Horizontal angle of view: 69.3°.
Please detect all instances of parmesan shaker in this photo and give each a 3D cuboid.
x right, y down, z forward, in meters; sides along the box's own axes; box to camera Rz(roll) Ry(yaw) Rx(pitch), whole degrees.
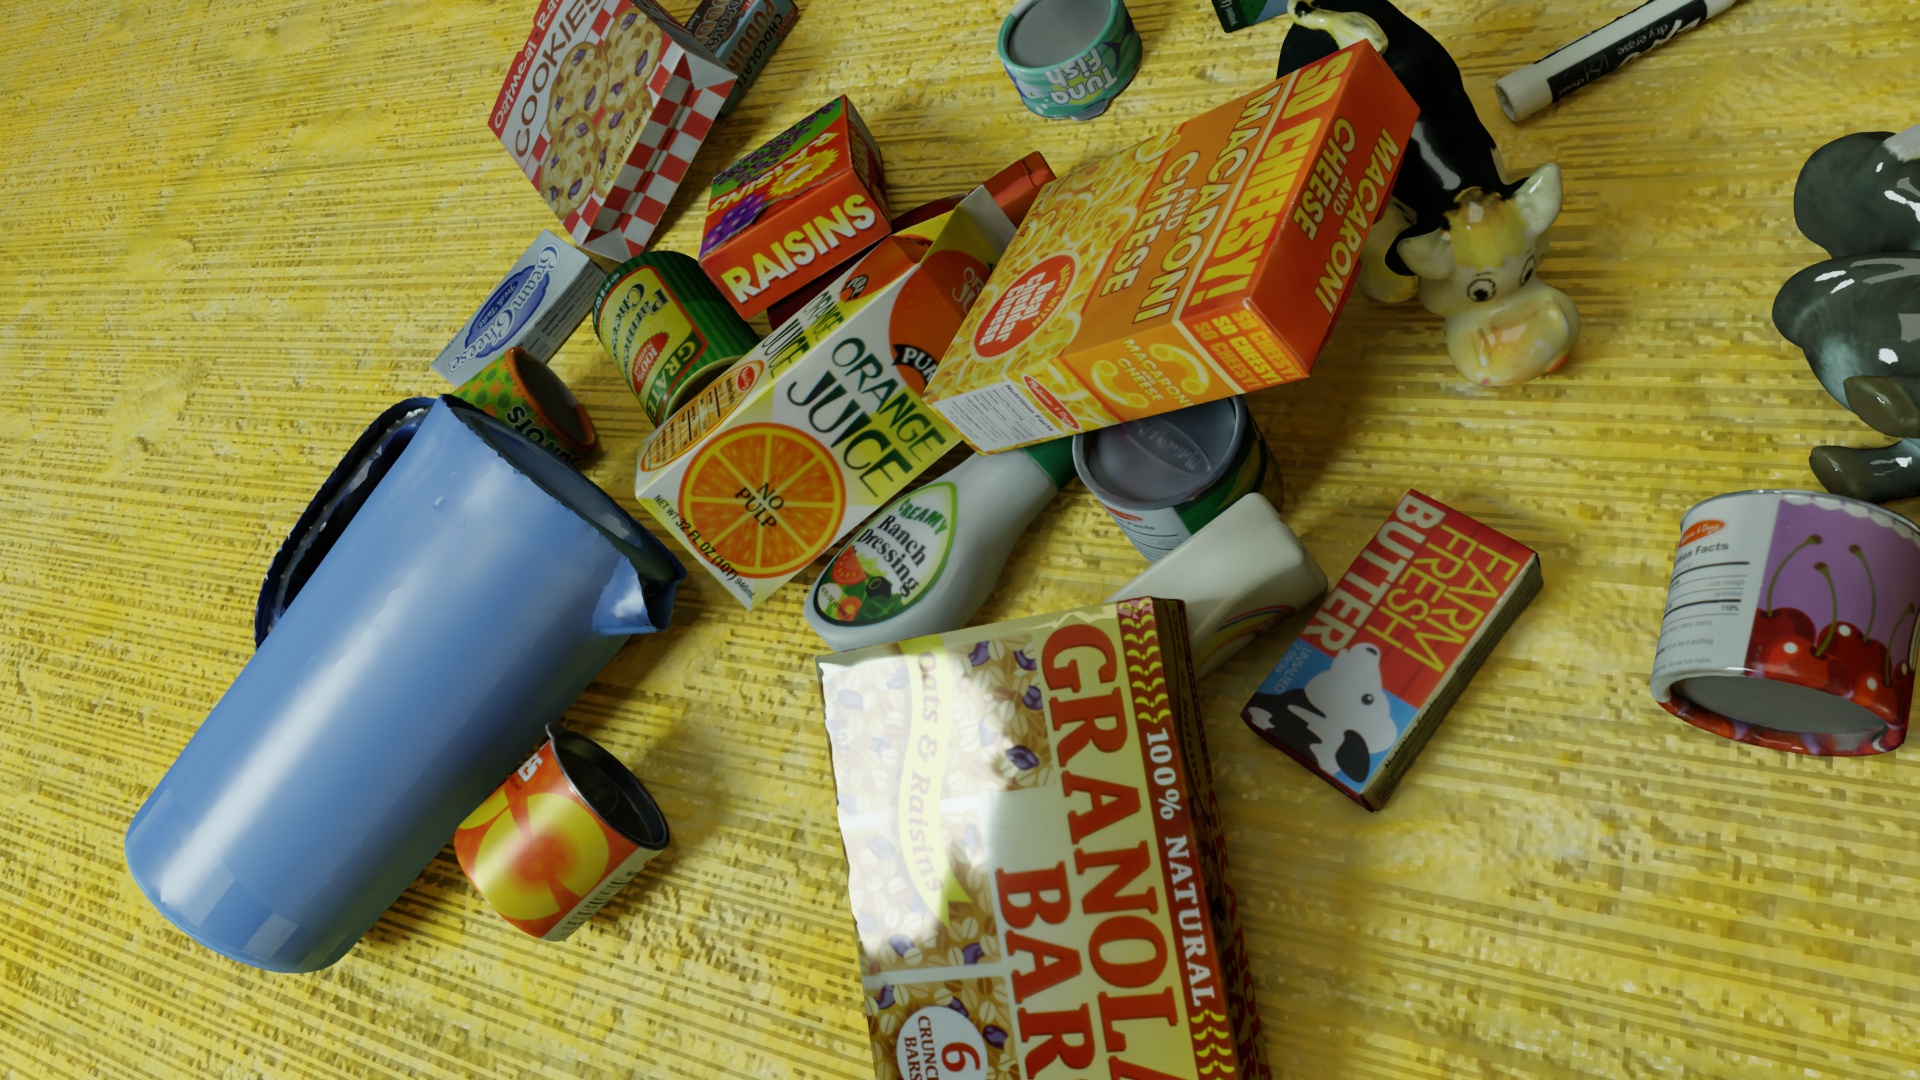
[{"bbox_3d":[-0.133,-0.086,0.676,0.071,0.071,0.103,-41,52,2],"label":"parmesan shaker"}]

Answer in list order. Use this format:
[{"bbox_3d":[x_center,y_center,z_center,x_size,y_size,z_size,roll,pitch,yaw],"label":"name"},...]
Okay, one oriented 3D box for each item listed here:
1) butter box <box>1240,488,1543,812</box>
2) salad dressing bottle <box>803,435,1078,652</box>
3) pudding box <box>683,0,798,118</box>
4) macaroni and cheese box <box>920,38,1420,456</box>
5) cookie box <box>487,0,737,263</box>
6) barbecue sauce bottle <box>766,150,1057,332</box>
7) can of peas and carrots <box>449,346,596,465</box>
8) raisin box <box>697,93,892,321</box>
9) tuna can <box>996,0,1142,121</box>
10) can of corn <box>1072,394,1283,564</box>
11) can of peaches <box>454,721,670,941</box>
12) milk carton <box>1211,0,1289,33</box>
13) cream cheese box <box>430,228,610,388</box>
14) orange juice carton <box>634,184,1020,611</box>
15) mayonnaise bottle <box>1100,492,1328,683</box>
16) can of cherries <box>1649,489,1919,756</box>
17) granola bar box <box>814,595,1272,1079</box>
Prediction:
[{"bbox_3d":[0.149,0.037,0.480,0.053,0.024,0.103,33,82,37],"label":"butter box"},{"bbox_3d":[0.002,-0.007,0.571,0.148,0.044,0.064,-45,44,-3],"label":"salad dressing bottle"},{"bbox_3d":[-0.139,-0.292,0.818,0.050,0.030,0.084,24,76,35],"label":"pudding box"},{"bbox_3d":[0.072,-0.100,0.508,0.166,0.040,0.124,-9,46,52],"label":"macaroni and cheese box"},{"bbox_3d":[-0.207,-0.254,0.801,0.122,0.040,0.168,-56,50,18],"label":"cookie box"},{"bbox_3d":[-0.018,-0.128,0.651,0.148,0.043,0.065,-31,49,9],"label":"barbecue sauce bottle"},{"bbox_3d":[-0.229,-0.055,0.708,0.058,0.070,0.071,-36,52,5],"label":"can of peas and carrots"},{"bbox_3d":[-0.080,-0.166,0.682,0.086,0.040,0.124,-28,31,12],"label":"raisin box"},{"bbox_3d":[0.054,-0.242,0.684,0.071,0.032,0.071,-13,57,22],"label":"tuna can"},{"bbox_3d":[0.086,-0.030,0.530,0.071,0.058,0.071,-13,58,22],"label":"can of corn"},{"bbox_3d":[-0.166,0.120,0.573,0.058,0.071,0.071,-44,52,1],"label":"can of peaches"},{"bbox_3d":[0.197,-0.308,0.620,0.190,0.072,0.074,-13,58,21],"label":"milk carton"},{"bbox_3d":[-0.247,-0.123,0.783,0.053,0.024,0.104,32,82,36],"label":"cream cheese box"},{"bbox_3d":[-0.044,-0.065,0.597,0.192,0.071,0.073,-39,25,4],"label":"orange juice carton"},{"bbox_3d":[0.061,0.044,0.502,0.148,0.064,0.041,-39,66,9],"label":"mayonnaise bottle"},{"bbox_3d":[0.246,0.026,0.409,0.071,0.071,0.058,9,68,32],"label":"can of cherries"},{"bbox_3d":[0.025,0.110,0.458,0.124,0.039,0.165,-12,82,22],"label":"granola bar box"}]
